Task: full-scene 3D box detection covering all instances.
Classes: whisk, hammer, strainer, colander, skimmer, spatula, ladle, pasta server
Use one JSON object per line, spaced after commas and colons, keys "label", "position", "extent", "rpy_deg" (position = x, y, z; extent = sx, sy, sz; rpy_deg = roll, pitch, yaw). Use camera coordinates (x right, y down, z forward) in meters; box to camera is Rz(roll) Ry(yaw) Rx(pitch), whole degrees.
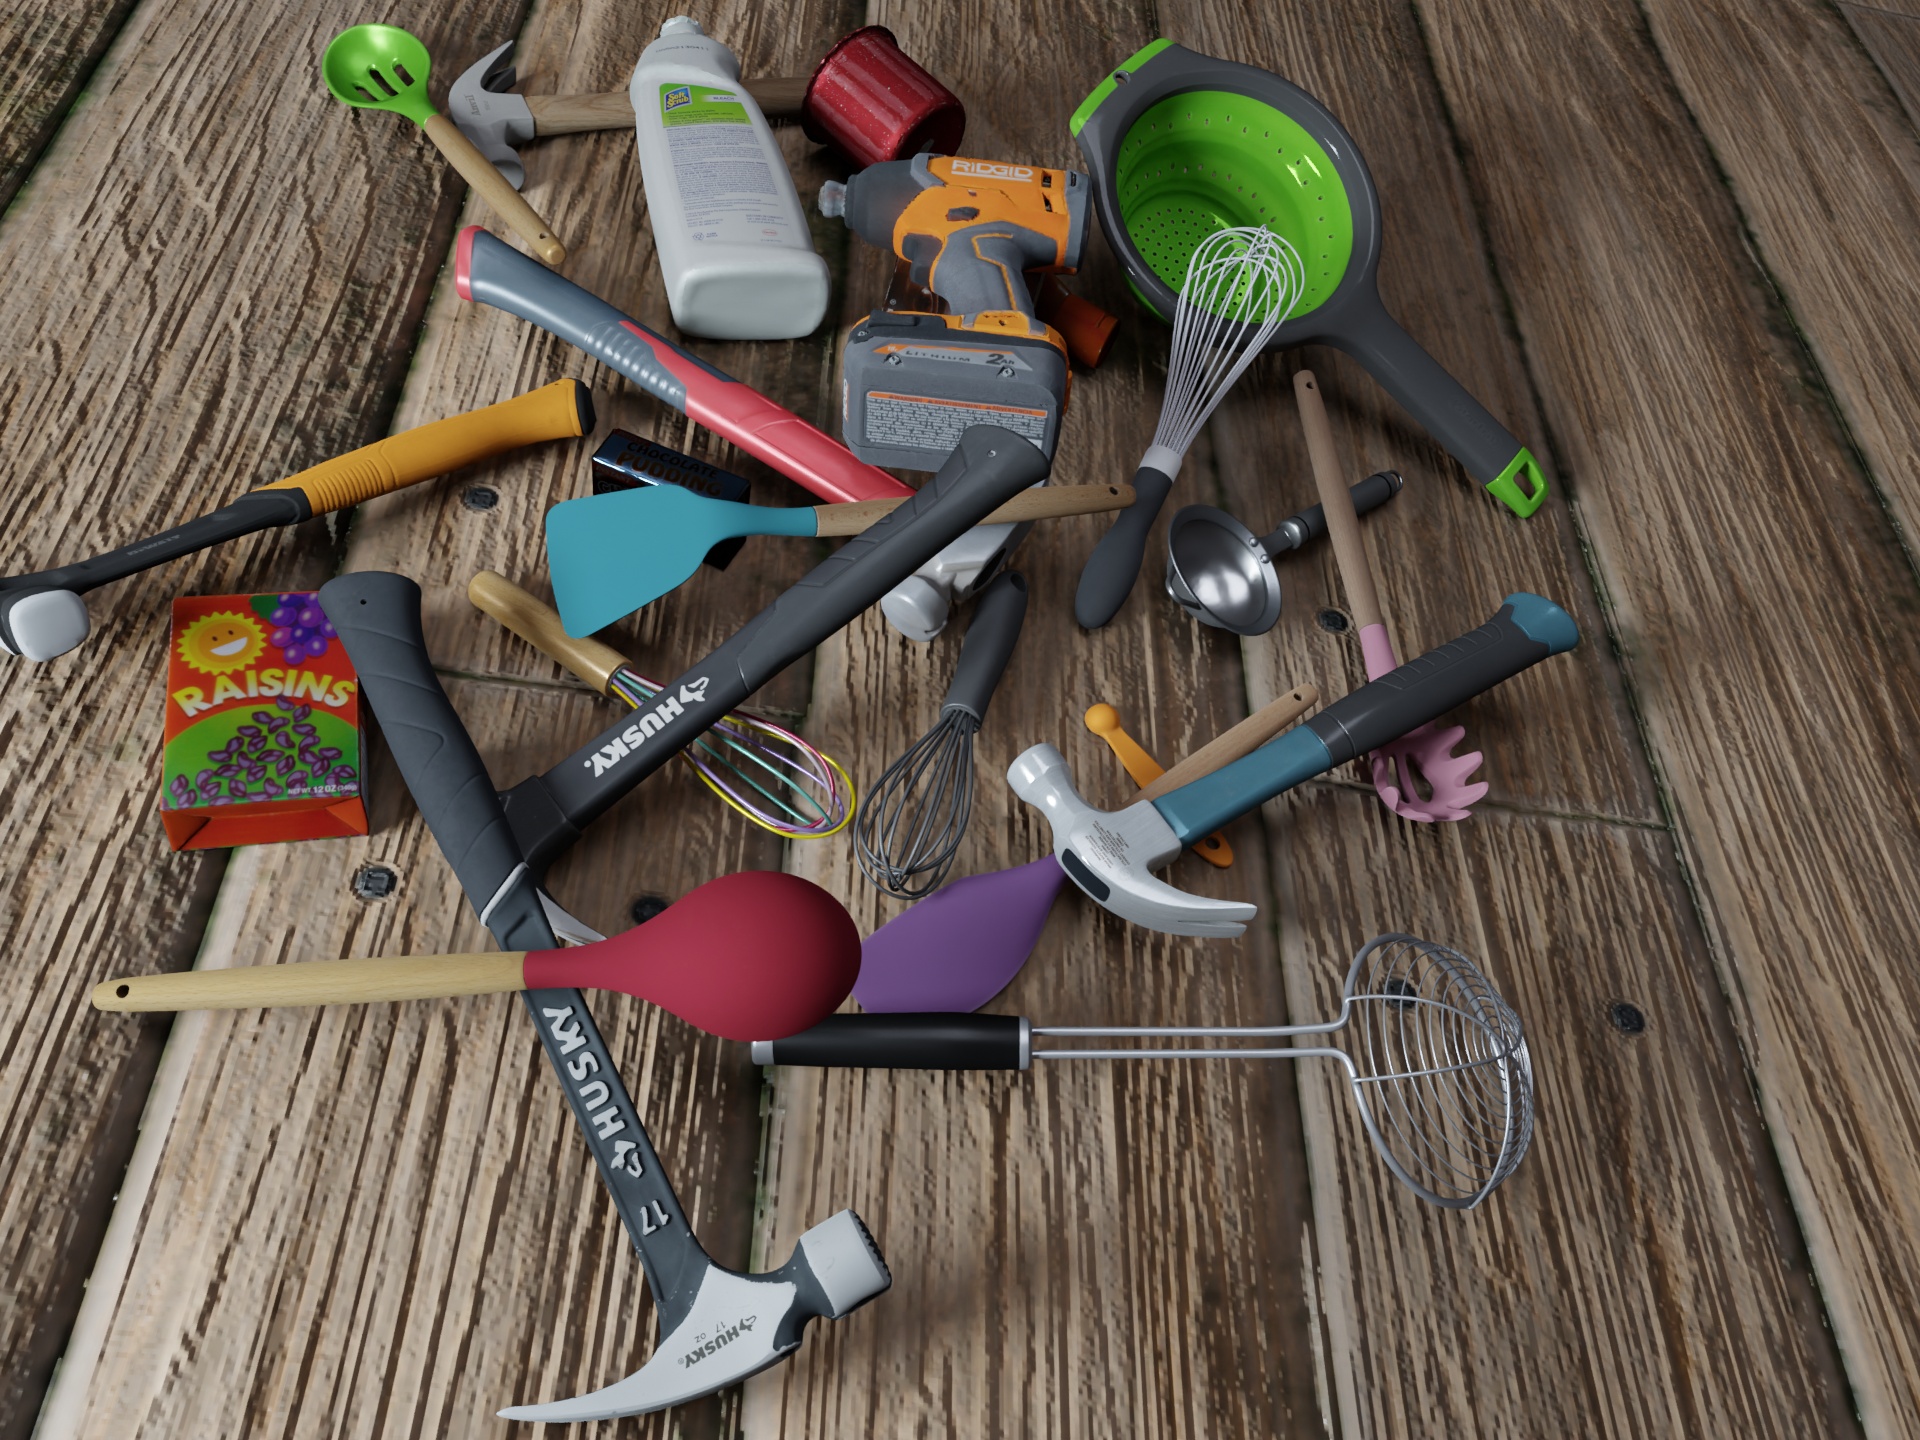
{"label": "whisk", "position": [-0.003, -0.003, 0.829], "extent": [0.055, 0.055, 0.239], "rpy_deg": [20, 47, 2]}
{"label": "hammer", "position": [-0.092, -0.029, 0.755], "extent": [0.335, 0.035, 0.146], "rpy_deg": [-38, 69, -9]}
{"label": "hammer", "position": [0.194, 0.007, 0.828], "extent": [0.331, 0.033, 0.128], "rpy_deg": [-25, 65, -22]}
{"label": "strainer", "position": [0.195, -0.108, 0.961], "extent": [0.258, 0.050, 0.087], "rpy_deg": [-28, 83, -36]}
{"label": "colander", "position": [0.229, -0.271, 1.072], "extent": [0.397, 0.094, 0.204], "rpy_deg": [44, 70, -2]}
{"label": "whisk", "position": [-0.153, -0.011, 0.800], "extent": [0.245, 0.051, 0.047], "rpy_deg": [32, 82, 18]}
{"label": "hammer", "position": [-0.132, -0.196, 0.929], "extent": [0.386, 0.038, 0.143], "rpy_deg": [33, 63, 13]}
{"label": "whisk", "position": [0.131, -0.177, 0.941], "extent": [0.070, 0.070, 0.285], "rpy_deg": [24, 75, 5]}
{"label": "skimmer", "position": [0.089, 0.158, 0.736], "extent": [0.363, 0.090, 0.127], "rpy_deg": [1, 63, 0]}
{"label": "spatula", "position": [0.075, 0.060, 0.808], "extent": [0.316, 0.018, 0.060], "rpy_deg": [-32, 69, -27]}
{"label": "hammer", "position": [-0.193, -0.437, 1.125], "extent": [0.331, 0.031, 0.130], "rpy_deg": [-15, 58, -24]}
{"label": "ladle", "position": [-0.198, 0.101, 0.640], "extent": [0.315, 0.031, 0.069], "rpy_deg": [-4, 68, 5]}
{"label": "hammer", "position": [-0.190, 0.094, 0.675], "extent": [0.149, 0.036, 0.409], "rpy_deg": [-29, 66, -10]}
{"label": "pasta server", "position": [0.235, -0.080, 0.922], "extent": [0.060, 0.040, 0.316], "rpy_deg": [-2, 63, -10]}
{"label": "hammer", "position": [-0.338, -0.119, 0.825], "extent": [0.127, 0.034, 0.337], "rpy_deg": [20, 38, 40]}
{"label": "spatula", "position": [-0.055, -0.103, 0.843], "extent": [0.317, 0.044, 0.082], "rpy_deg": [-7, 63, -19]}

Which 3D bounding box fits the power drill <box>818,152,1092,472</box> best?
{"label": "power drill", "position": [-0.010, -0.243, 0.908], "extent": [0.164, 0.084, 0.227], "rpy_deg": [6, 51, 0]}

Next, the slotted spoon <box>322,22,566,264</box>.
{"label": "slotted spoon", "position": [-0.325, -0.366, 1.010], "extent": [0.070, 0.031, 0.314], "rpy_deg": [-34, 56, -13]}

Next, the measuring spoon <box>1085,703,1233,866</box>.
{"label": "measuring spoon", "position": [0.107, 0.032, 0.848], "extent": [0.021, 0.011, 0.117], "rpy_deg": [-25, 63, -29]}
